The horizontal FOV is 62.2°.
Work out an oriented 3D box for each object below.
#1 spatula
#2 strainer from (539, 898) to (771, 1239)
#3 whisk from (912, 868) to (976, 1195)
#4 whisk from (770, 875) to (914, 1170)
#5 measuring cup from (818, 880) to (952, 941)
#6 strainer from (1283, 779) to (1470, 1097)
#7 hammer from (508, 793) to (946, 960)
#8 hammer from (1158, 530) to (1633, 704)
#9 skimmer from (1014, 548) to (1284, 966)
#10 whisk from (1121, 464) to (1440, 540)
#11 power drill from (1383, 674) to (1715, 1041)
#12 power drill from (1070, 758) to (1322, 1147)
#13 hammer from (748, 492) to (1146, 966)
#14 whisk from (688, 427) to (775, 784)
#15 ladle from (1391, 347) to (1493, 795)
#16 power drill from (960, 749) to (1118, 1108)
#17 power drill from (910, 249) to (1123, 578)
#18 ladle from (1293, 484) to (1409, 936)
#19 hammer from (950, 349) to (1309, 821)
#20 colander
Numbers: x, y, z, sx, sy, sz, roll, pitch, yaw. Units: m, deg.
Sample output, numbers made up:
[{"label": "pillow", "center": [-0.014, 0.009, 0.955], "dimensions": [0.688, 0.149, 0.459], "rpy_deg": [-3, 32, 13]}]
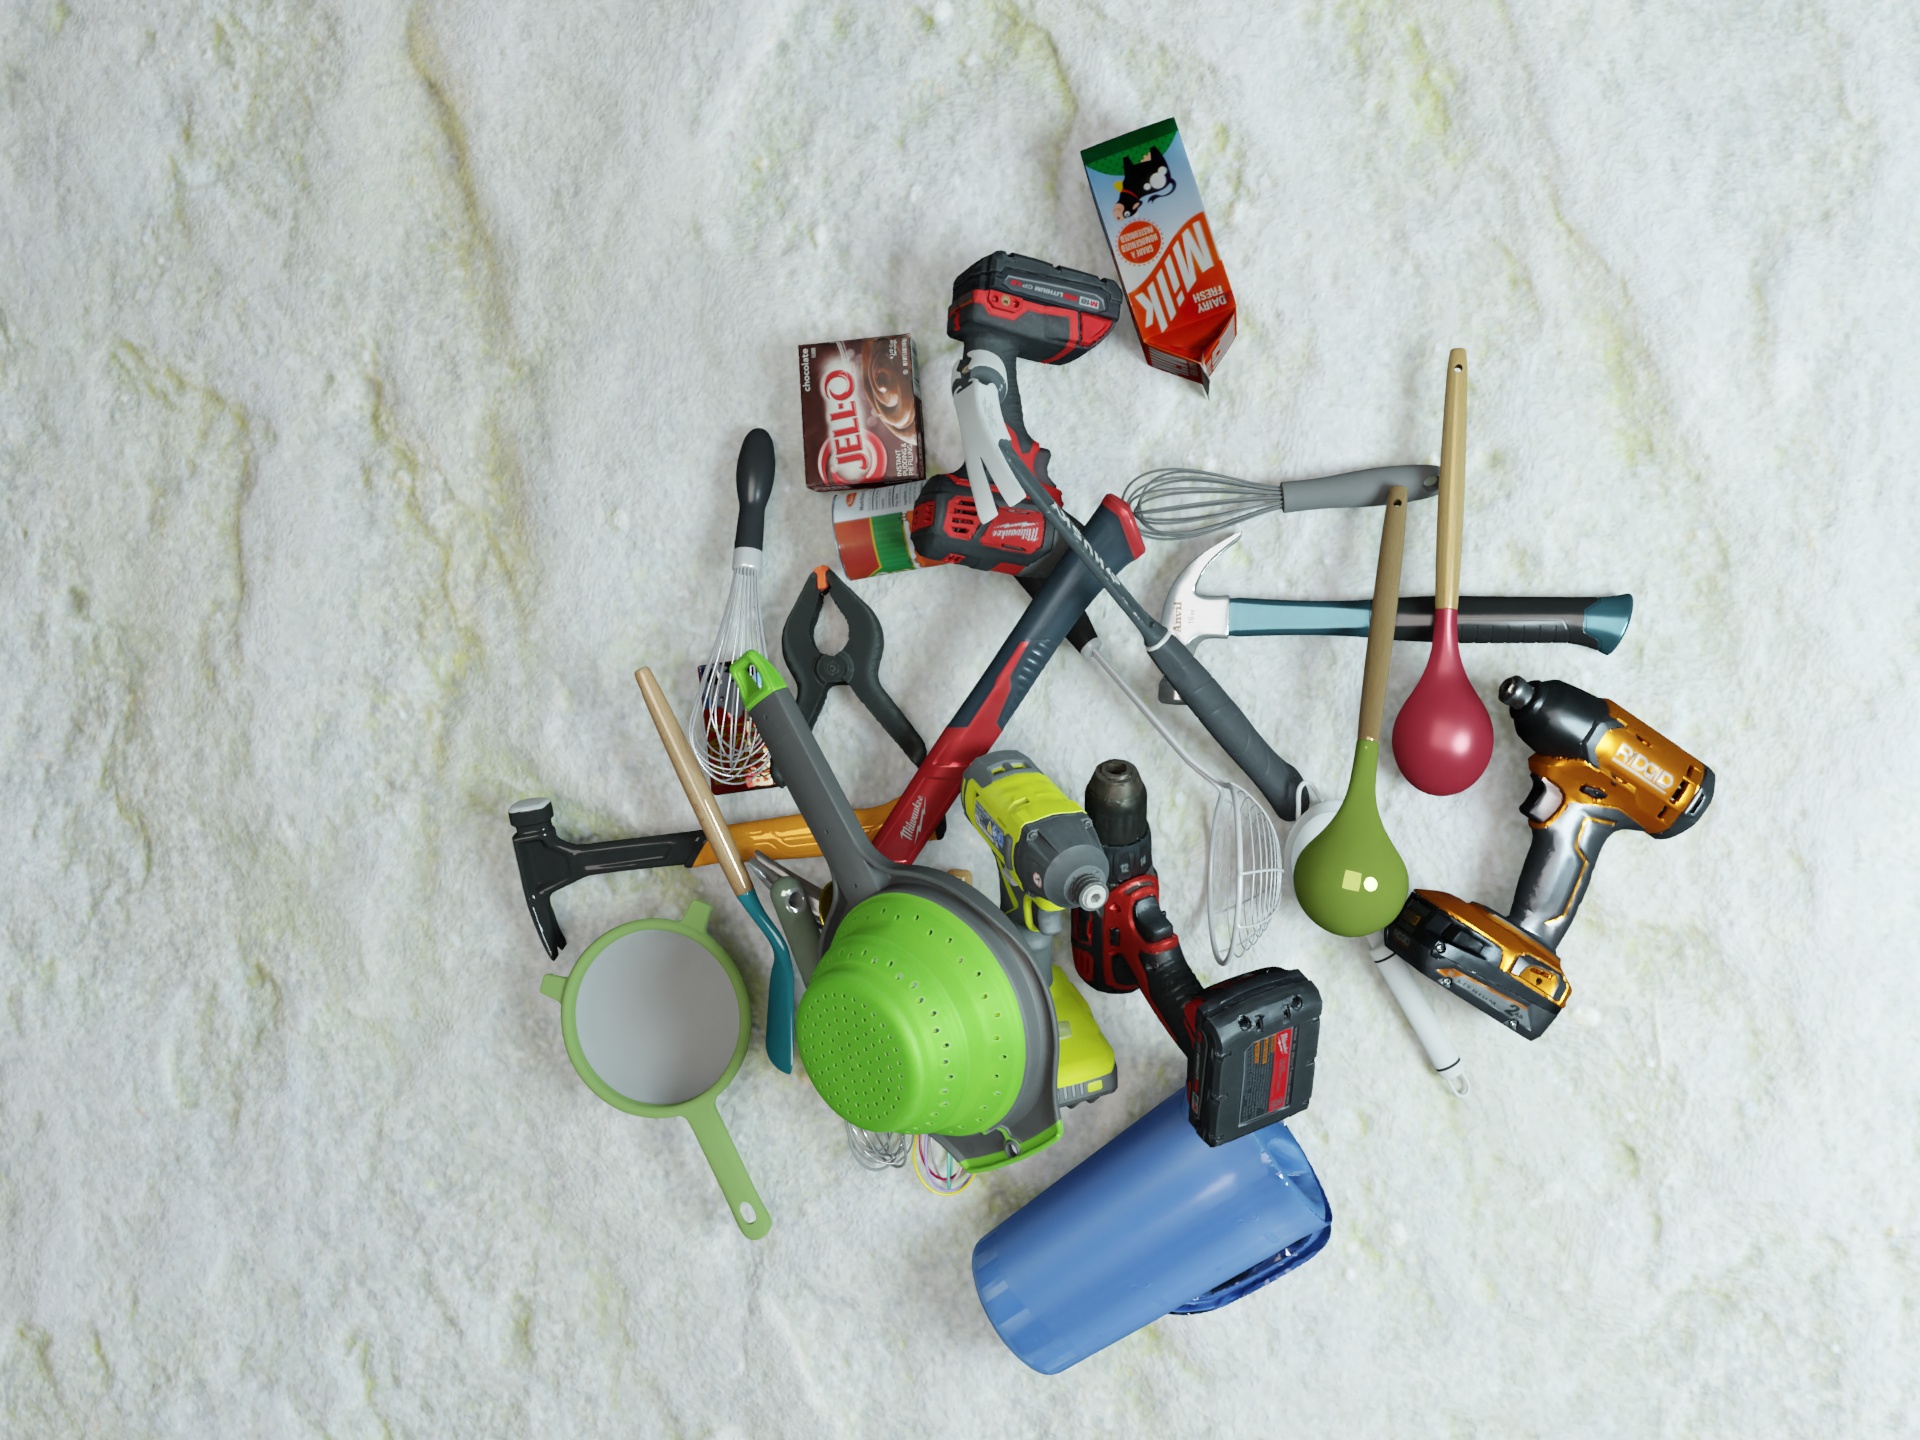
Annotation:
[{"label": "spatula", "center": [-0.181, 0.110, 1.188], "dimensions": [0.044, 0.082, 0.317], "rpy_deg": [-26, 96, -18]}, {"label": "strainer", "center": [-0.201, 0.271, 1.220], "dimensions": [0.151, 0.069, 0.256], "rpy_deg": [-27, 86, 9]}, {"label": "whisk", "center": [-0.008, 0.235, 1.201], "dimensions": [0.047, 0.051, 0.245], "rpy_deg": [1, 86, 16]}, {"label": "whisk", "center": [-0.091, 0.228, 1.186], "dimensions": [0.058, 0.059, 0.246], "rpy_deg": [-28, 105, -34]}, {"label": "measuring cup", "center": [-0.032, 0.137, 1.121], "dimensions": [0.156, 0.029, 0.062], "rpy_deg": [0, 103, 35]}, {"label": "strainer", "center": [0.299, 0.160, 1.147], "dimensions": [0.087, 0.050, 0.258], "rpy_deg": [-29, 90, -20]}, {"label": "hammer", "center": [-0.176, 0.103, 1.229], "dimensions": [0.337, 0.034, 0.127], "rpy_deg": [-8, 103, 7]}, {"label": "hammer", "center": [0.311, -0.072, 1.153], "dimensions": [0.331, 0.033, 0.128], "rpy_deg": [1, 90, 10]}, {"label": "skimmer", "center": [0.111, 0.009, 1.157], "dimensions": [0.090, 0.127, 0.363], "rpy_deg": [-35, 75, -12]}, {"label": "whisk", "center": [0.237, -0.166, 1.163], "dimensions": [0.239, 0.055, 0.055], "rpy_deg": [-5, 88, 6]}, {"label": "power drill", "center": [0.392, 0.086, 1.093], "dimensions": [0.164, 0.084, 0.226], "rpy_deg": [32, 94, -12]}, {"label": "power drill", "center": [0.144, 0.149, 1.068], "dimensions": [0.080, 0.227, 0.187], "rpy_deg": [-16, 126, -20]}, {"label": "hammer", "center": [-0.002, -0.004, 1.150], "dimensions": [0.143, 0.038, 0.386], "rpy_deg": [33, 105, -3]}, {"label": "whisk", "center": [-0.166, -0.091, 1.211], "dimensions": [0.070, 0.070, 0.285], "rpy_deg": [0, 76, 10]}, {"label": "ladle", "center": [0.344, -0.104, 1.118], "dimensions": [0.069, 0.031, 0.315], "rpy_deg": [2, 90, 11]}, {"label": "power drill", "center": [0.056, 0.152, 1.098], "dimensions": [0.080, 0.171, 0.223], "rpy_deg": [-11, 117, -18]}, {"label": "power drill", "center": [0.048, -0.213, 1.154], "dimensions": [0.143, 0.078, 0.220], "rpy_deg": [9, 86, -20]}, {"label": "ladle", "center": [0.288, -0.008, 1.116], "dimensions": [0.078, 0.062, 0.320], "rpy_deg": [7, 80, 14]}, {"label": "hammer", "center": [0.124, -0.063, 1.060], "dimensions": [0.036, 0.149, 0.408], "rpy_deg": [-31, 123, 21]}, {"label": "colander", "center": [-0.081, 0.136, 1.072], "dimensions": [0.204, 0.094, 0.397], "rpy_deg": [-35, 80, 41]}]
